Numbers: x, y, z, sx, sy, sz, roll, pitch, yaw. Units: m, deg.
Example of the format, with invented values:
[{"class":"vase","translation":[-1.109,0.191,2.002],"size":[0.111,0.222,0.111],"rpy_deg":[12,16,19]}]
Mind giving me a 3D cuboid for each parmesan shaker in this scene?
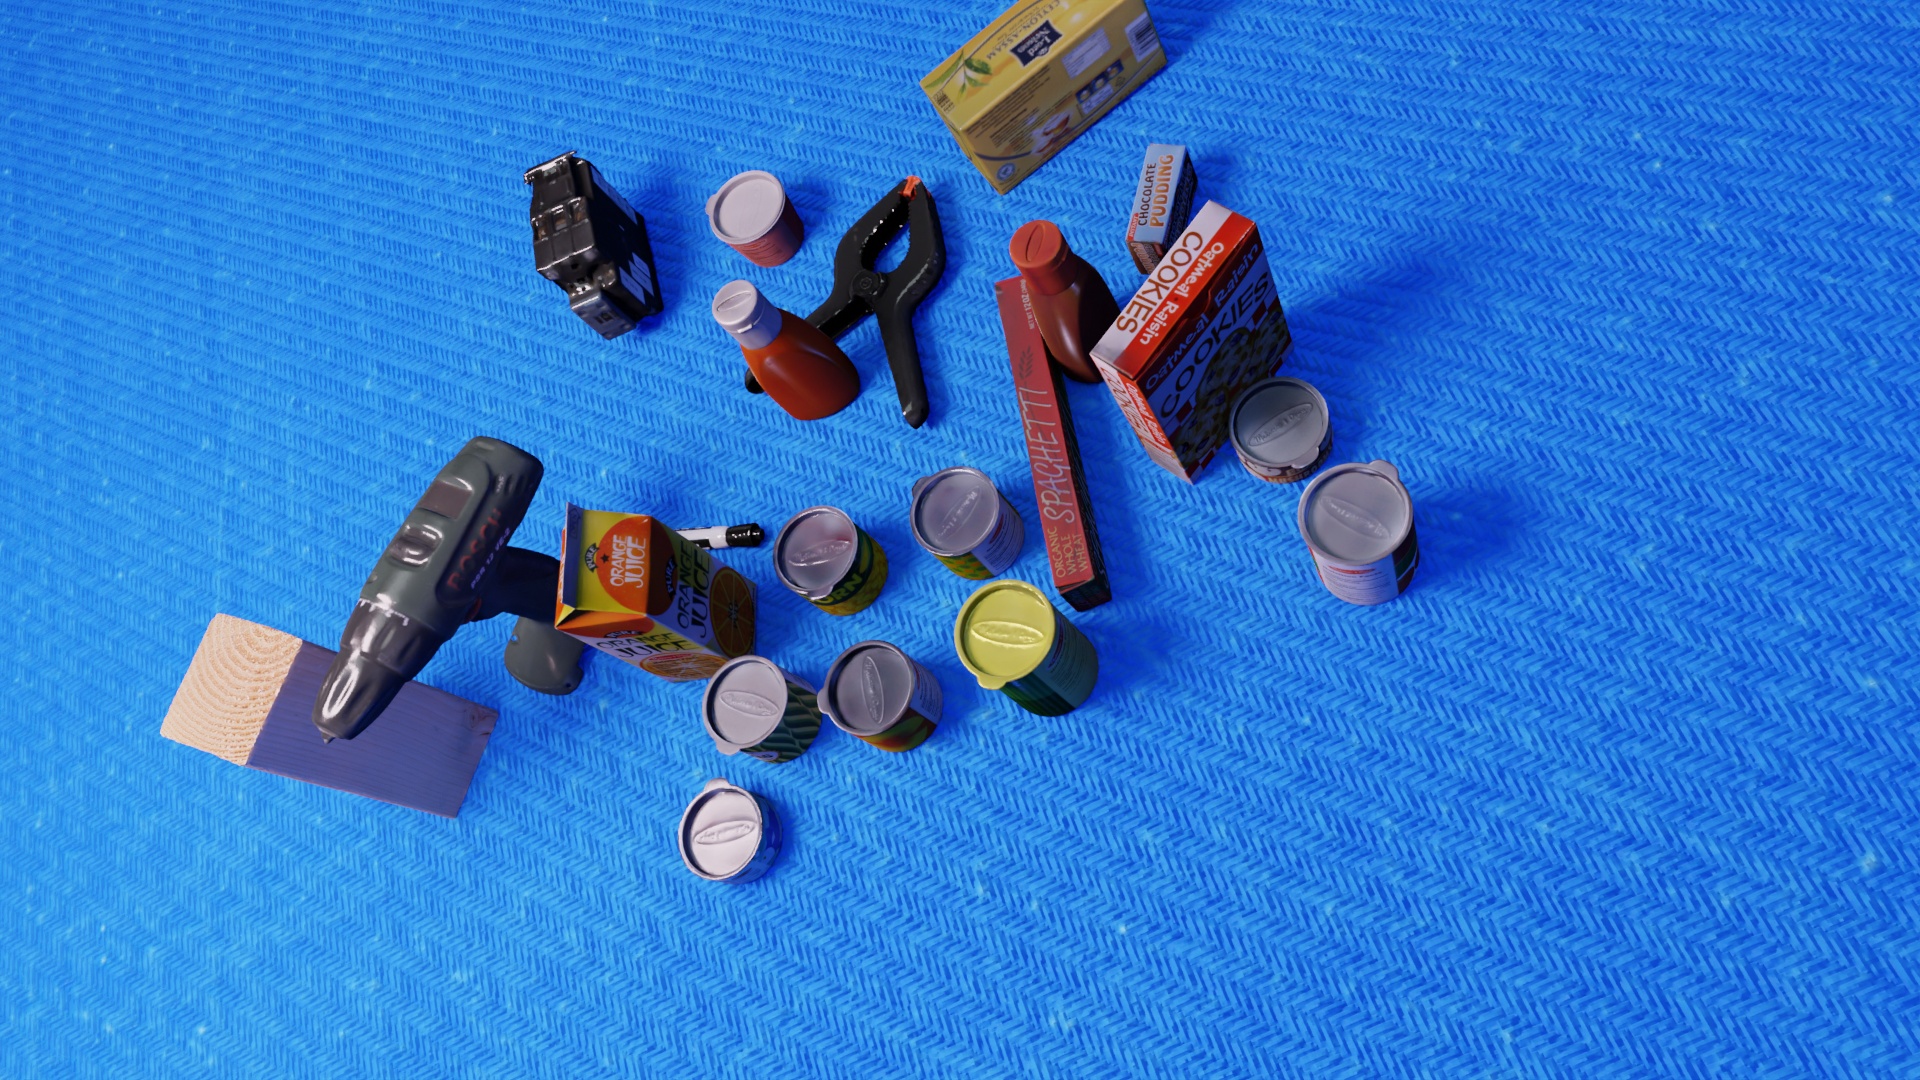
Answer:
[{"class":"parmesan shaker","translation":[0.044,0.075,0.900],"size":[0.071,0.103,0.071],"rpy_deg":[-8,67,19]}]

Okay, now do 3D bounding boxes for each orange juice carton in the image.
[{"class":"orange juice carton","translation":[-0.218,0.039,0.966],"size":[0.073,0.192,0.072],"rpy_deg":[-9,67,18]}]

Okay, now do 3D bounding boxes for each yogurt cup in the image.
[{"class":"yogurt cup","translation":[-0.164,-0.262,1.144],"size":[0.072,0.054,0.072],"rpy_deg":[-8,67,19]}]

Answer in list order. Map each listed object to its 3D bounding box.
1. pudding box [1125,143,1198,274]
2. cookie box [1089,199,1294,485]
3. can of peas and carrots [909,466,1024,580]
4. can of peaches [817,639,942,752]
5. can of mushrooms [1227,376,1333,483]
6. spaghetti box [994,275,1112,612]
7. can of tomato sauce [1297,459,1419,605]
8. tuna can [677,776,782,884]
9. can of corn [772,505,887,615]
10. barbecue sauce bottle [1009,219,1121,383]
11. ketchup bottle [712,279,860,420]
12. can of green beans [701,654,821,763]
[{"class":"pudding box","translation":[0.147,-0.242,1.016],"size":[0.030,0.049,0.084],"rpy_deg":[8,73,24]},{"class":"cookie box","translation":[0.155,-0.122,0.898],"size":[0.040,0.167,0.123],"rpy_deg":[35,85,29]},{"class":"can of peas and carrots","translation":[0.003,-0.012,0.976],"size":[0.071,0.058,0.071],"rpy_deg":[-8,67,19]},{"class":"can of peaches","translation":[-0.054,0.108,0.951],"size":[0.071,0.058,0.071],"rpy_deg":[-8,67,19]},{"class":"can of mushrooms","translation":[0.216,-0.072,0.931],"size":[0.071,0.033,0.071],"rpy_deg":[-8,67,19]},{"class":"spaghetti box","translation":[0.064,-0.072,0.981],"size":[0.028,0.050,0.251],"rpy_deg":[-17,64,15]},{"class":"can of tomato sauce","translation":[0.249,-0.004,0.862],"size":[0.071,0.083,0.071],"rpy_deg":[-8,67,19]},{"class":"tuna can","translation":[-0.160,0.203,0.969],"size":[0.071,0.032,0.071],"rpy_deg":[-8,67,19]},{"class":"can of corn","translation":[-0.093,0.018,1.002],"size":[0.071,0.058,0.071],"rpy_deg":[-8,67,19]},{"class":"barbecue sauce bottle","translation":[0.074,-0.167,0.958],"size":[0.044,0.148,0.065],"rpy_deg":[12,75,25]},{"class":"ketchup bottle","translation":[-0.131,-0.140,1.028],"size":[0.064,0.148,0.044],"rpy_deg":[-23,63,12]},{"class":"can of green beans","translation":[-0.139,0.120,0.980],"size":[0.071,0.057,0.071],"rpy_deg":[-8,67,19]}]
